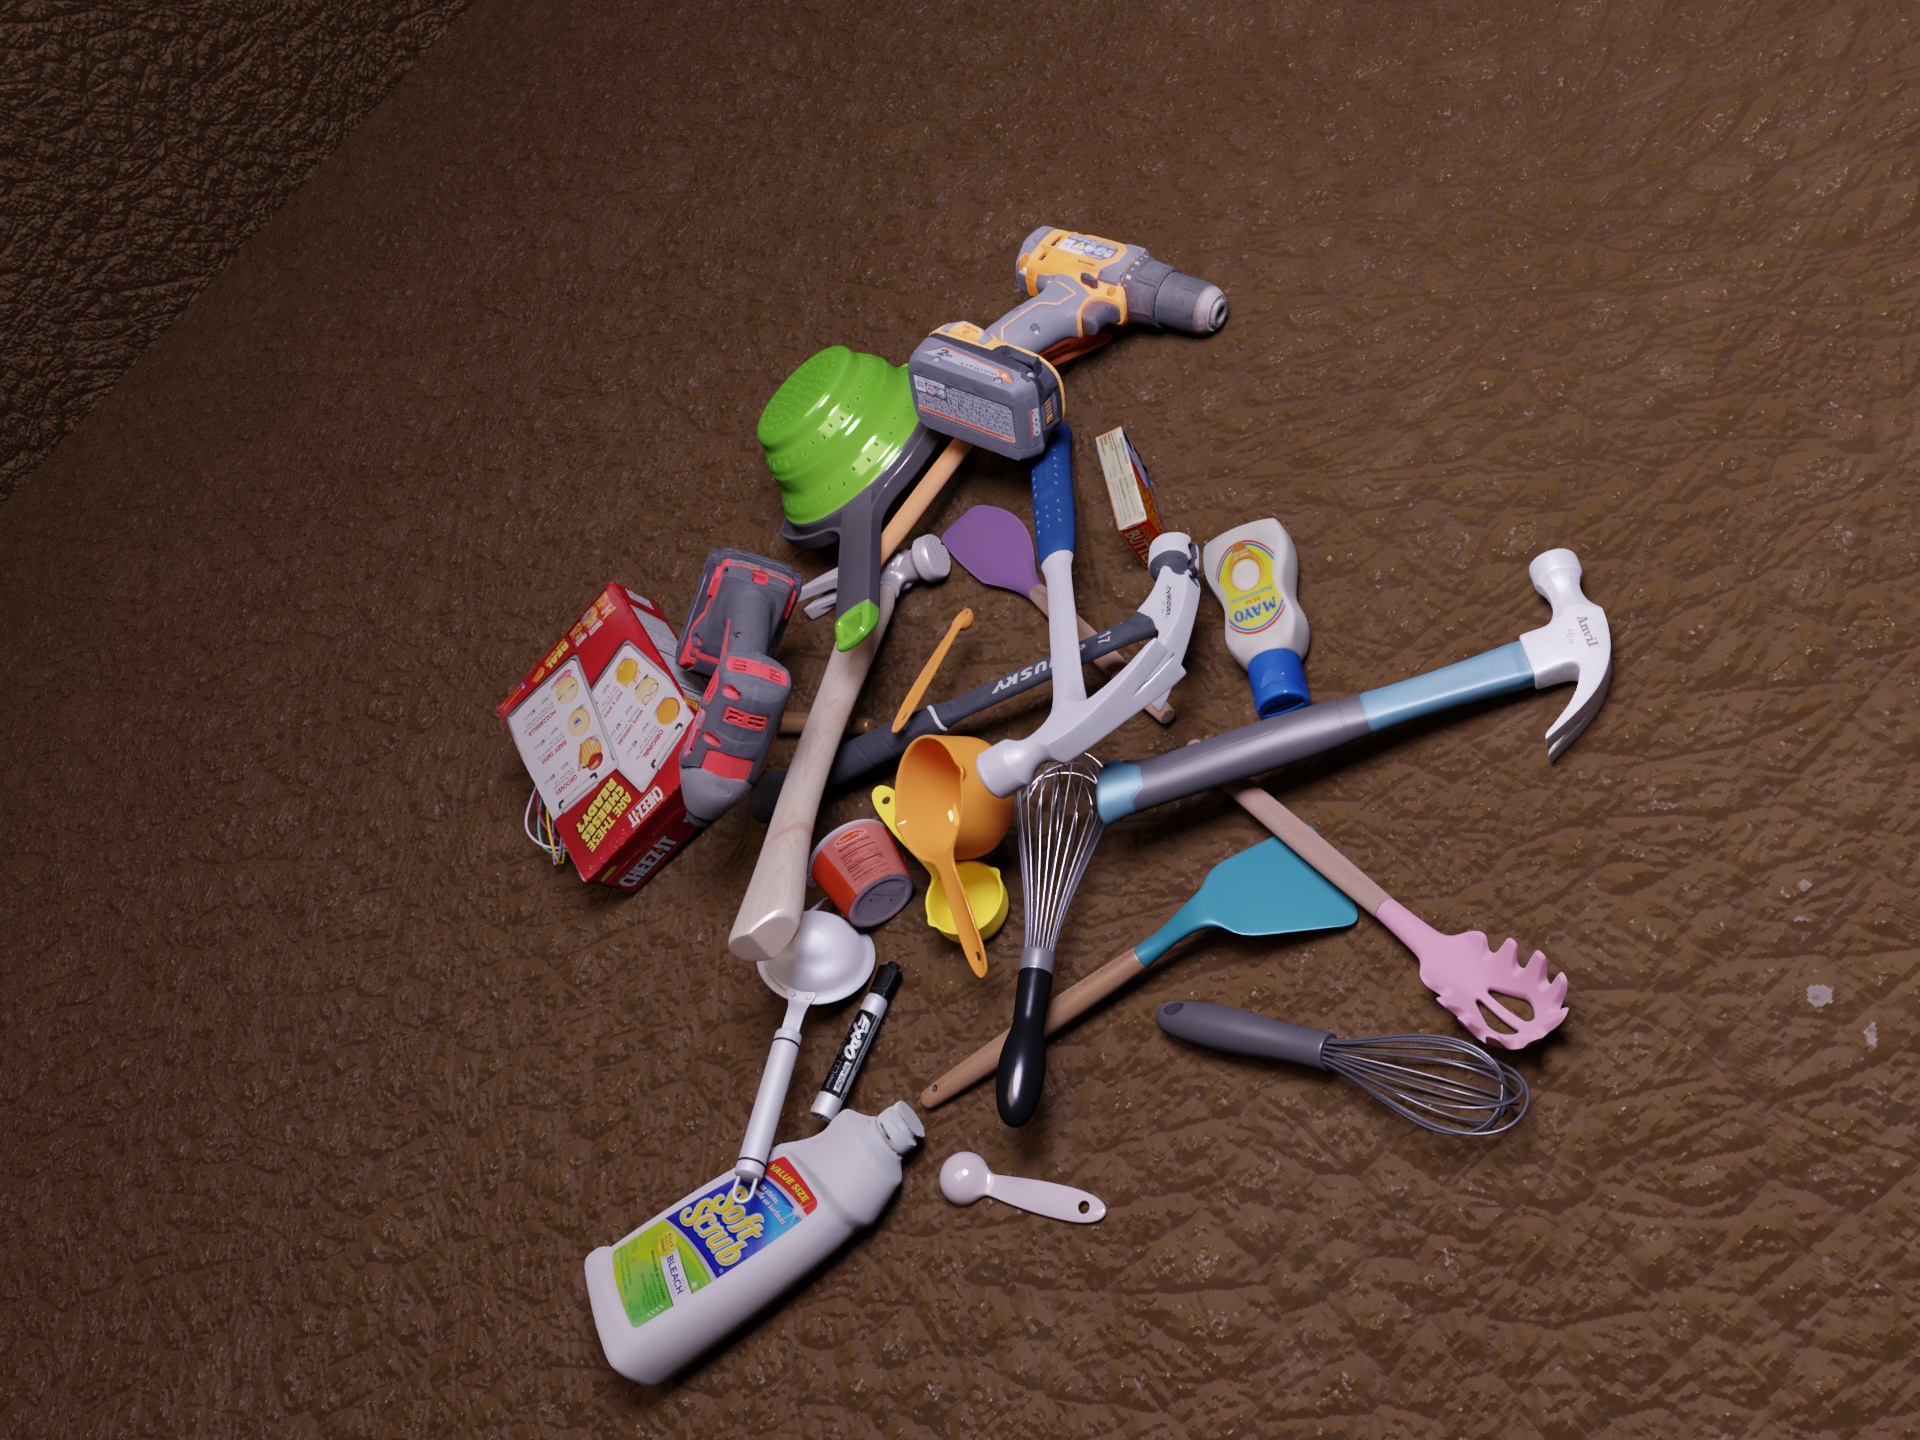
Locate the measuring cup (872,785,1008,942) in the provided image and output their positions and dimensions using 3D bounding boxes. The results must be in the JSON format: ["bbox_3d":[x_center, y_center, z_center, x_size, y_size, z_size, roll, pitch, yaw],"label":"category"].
[{"bbox_3d":[-0.019,0.101,1.151,0.062,0.029,0.157,-38,50,-5],"label":"measuring cup"}]

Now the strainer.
[{"bbox_3d":[-0.118,0.216,1.112,0.087,0.050,0.259,9,50,6],"label":"strainer"}]

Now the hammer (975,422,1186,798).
[{"bbox_3d":[0.076,-0.111,1.149,0.144,0.035,0.406,-32,31,22],"label":"hammer"}]

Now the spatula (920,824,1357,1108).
[{"bbox_3d":[0.103,0.173,1.032,0.317,0.044,0.082,-36,45,18],"label":"spatula"}]

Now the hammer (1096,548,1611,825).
[{"bbox_3d":[0.242,-0.001,1.003,0.331,0.033,0.128,-19,55,15],"label":"hammer"}]

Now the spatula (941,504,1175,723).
[{"bbox_3d":[0.074,-0.088,1.226,0.060,0.018,0.316,-42,45,1],"label":"spatula"}]

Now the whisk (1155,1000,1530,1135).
[{"bbox_3d":[0.211,0.195,0.922,0.239,0.055,0.055,5,65,43],"label":"whisk"}]

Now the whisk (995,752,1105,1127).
[{"bbox_3d":[0.055,0.131,1.047,0.070,0.070,0.285,-13,49,30],"label":"whisk"}]

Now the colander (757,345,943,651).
[{"bbox_3d":[-0.106,-0.203,1.312,0.204,0.094,0.398,-34,32,24],"label":"colander"}]

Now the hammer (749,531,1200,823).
[{"bbox_3d":[-0.002,-0.004,1.183,0.409,0.036,0.149,-25,35,30],"label":"hammer"}]

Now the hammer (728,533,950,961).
[{"bbox_3d":[-0.112,0.013,1.212,0.146,0.038,0.411,-18,37,29],"label":"hammer"}]

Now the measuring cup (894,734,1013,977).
[{"bbox_3d":[0.009,0.091,1.089,0.095,0.052,0.174,-43,57,48],"label":"measuring cup"}]

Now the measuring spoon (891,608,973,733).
[{"bbox_3d":[-0.020,-0.036,1.203,0.021,0.011,0.117,-9,47,59],"label":"measuring spoon"}]

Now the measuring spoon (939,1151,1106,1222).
[{"bbox_3d":[0.036,0.295,1.001,0.124,0.018,0.034,2,63,36],"label":"measuring spoon"}]

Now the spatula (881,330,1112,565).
[{"bbox_3d":[0.006,-0.224,1.329,0.081,0.041,0.323,24,73,42],"label":"spatula"}]

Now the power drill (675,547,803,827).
[{"bbox_3d":[-0.175,-0.026,1.217,0.220,0.078,0.143,-98,29,-56],"label":"power drill"}]

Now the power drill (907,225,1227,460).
[{"bbox_3d":[0.089,-0.307,1.278,0.185,0.084,0.226,25,58,27],"label":"power drill"}]

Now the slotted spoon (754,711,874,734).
[{"bbox_3d":[-0.200,0.002,1.363,0.314,0.031,0.070,2,69,35],"label":"slotted spoon"}]

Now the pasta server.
[{"bbox_3d":[0.237,0.094,0.965,0.060,0.040,0.317,-37,46,-9],"label":"pasta server"}]

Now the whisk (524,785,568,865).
[{"bbox_3d":[-0.371,0.033,1.458,0.051,0.047,0.245,-32,44,17],"label":"whisk"}]
